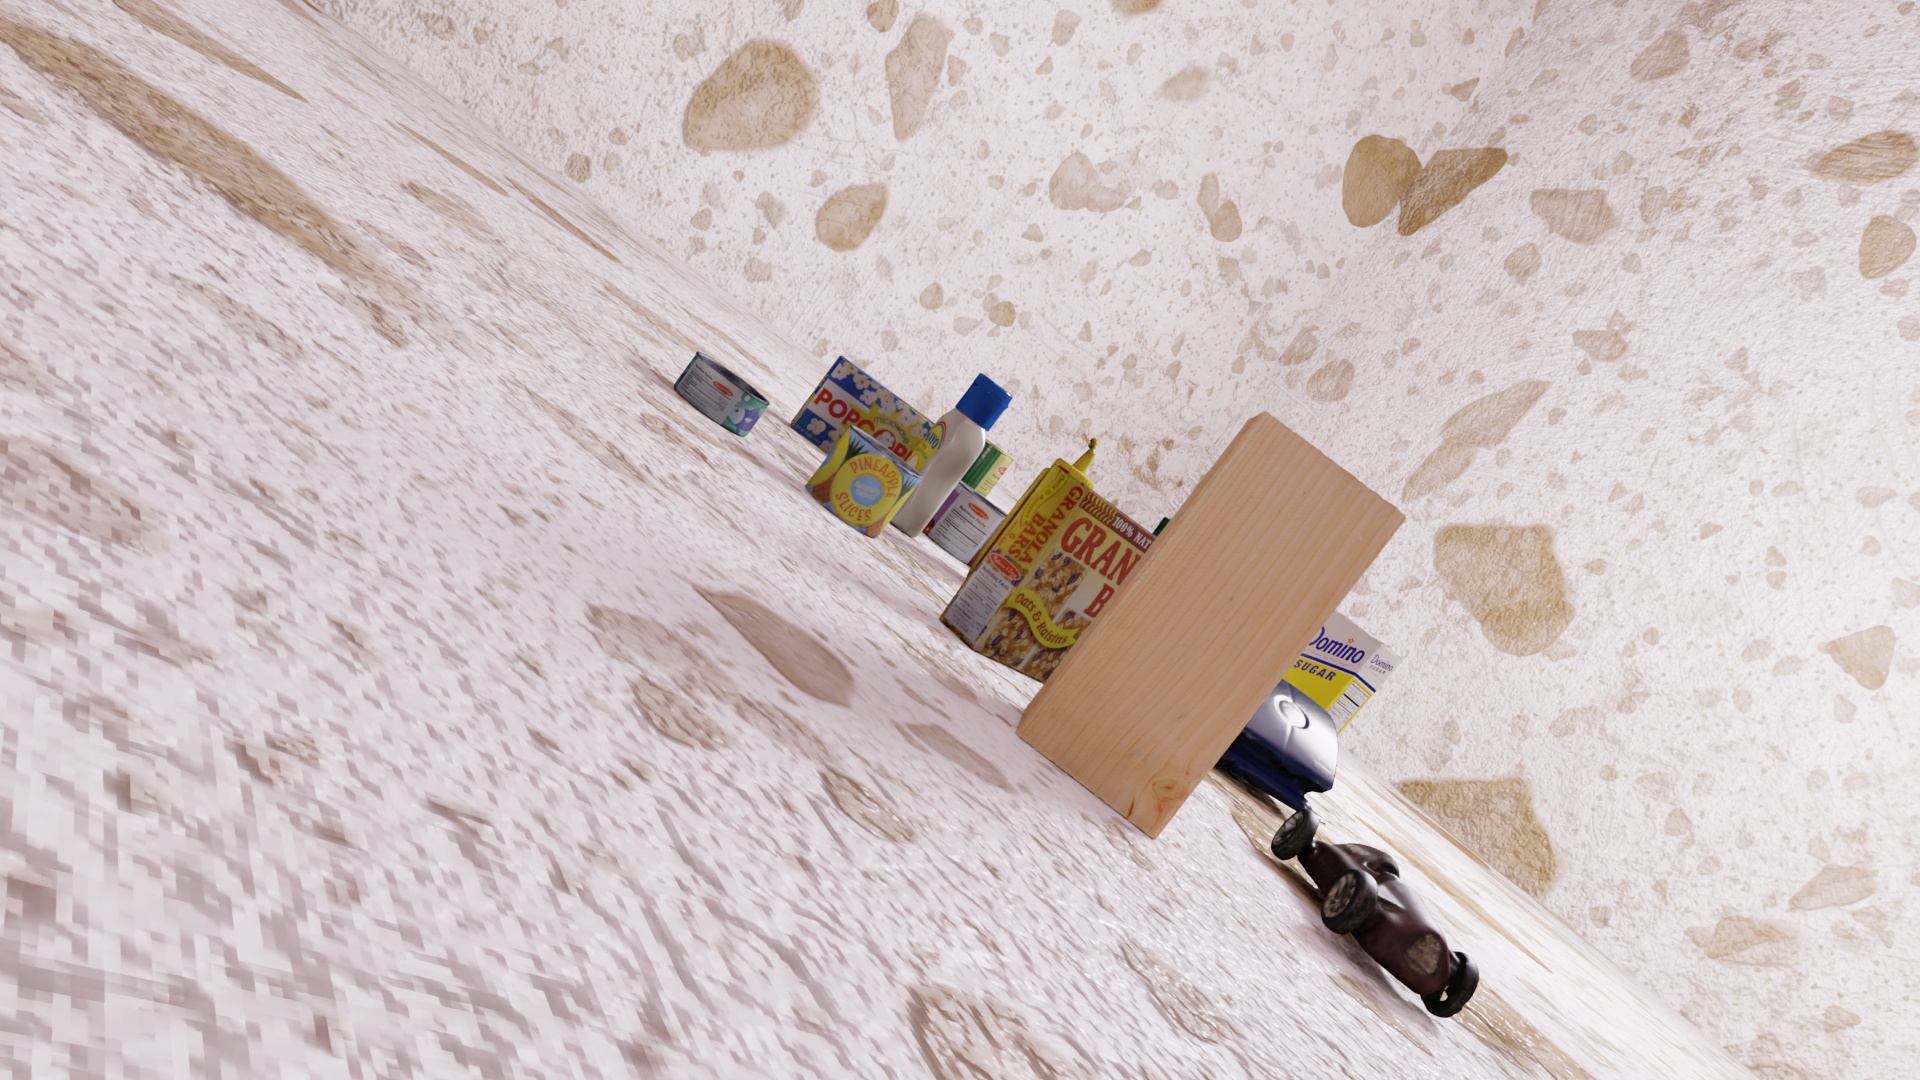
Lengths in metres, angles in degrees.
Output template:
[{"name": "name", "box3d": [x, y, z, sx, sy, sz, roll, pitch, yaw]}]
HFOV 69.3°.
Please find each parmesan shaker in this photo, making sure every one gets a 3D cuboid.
[{"name": "parmesan shaker", "box3d": [-0.005, -0.058, 1.366, 0.071, 0.103, 0.071, 37, 4, -3]}]

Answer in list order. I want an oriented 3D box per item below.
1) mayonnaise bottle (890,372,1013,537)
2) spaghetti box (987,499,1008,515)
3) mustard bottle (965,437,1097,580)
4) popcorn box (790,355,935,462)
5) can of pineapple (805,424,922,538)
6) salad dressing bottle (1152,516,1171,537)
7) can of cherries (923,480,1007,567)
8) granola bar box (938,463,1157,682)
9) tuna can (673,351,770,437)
[{"name": "mayonnaise bottle", "box3d": [-0.013, -0.075, 1.190, 0.041, 0.148, 0.065, 35, 5, -26]}, {"name": "spaghetti box", "box3d": [-0.019, -0.047, 1.477, 0.250, 0.050, 0.029, 34, 5, -29]}, {"name": "mustard bottle", "box3d": [0.068, -0.018, 1.155, 0.049, 0.160, 0.065, 37, 4, 6]}, {"name": "popcorn box", "box3d": [-0.091, -0.110, 1.355, 0.126, 0.085, 0.038, 36, 4, -14]}, {"name": "can of pineapple", "box3d": [-0.070, -0.042, 1.011, 0.071, 0.058, 0.071, 37, 4, -3]}, {"name": "salad dressing bottle", "box3d": [0.171, 0.045, 1.361, 0.044, 0.147, 0.064, 39, 5, 28]}, {"name": "can of cherries", "box3d": [0.005, -0.016, 1.297, 0.071, 0.058, 0.071, 37, 4, -3]}, {"name": "granola bar box", "box3d": [0.075, 0.033, 0.923, 0.039, 0.124, 0.165, 40, 5, 37]}, {"name": "tuna can", "box3d": [-0.177, -0.108, 1.032, 0.071, 0.033, 0.071, 36, 5, -3]}]
